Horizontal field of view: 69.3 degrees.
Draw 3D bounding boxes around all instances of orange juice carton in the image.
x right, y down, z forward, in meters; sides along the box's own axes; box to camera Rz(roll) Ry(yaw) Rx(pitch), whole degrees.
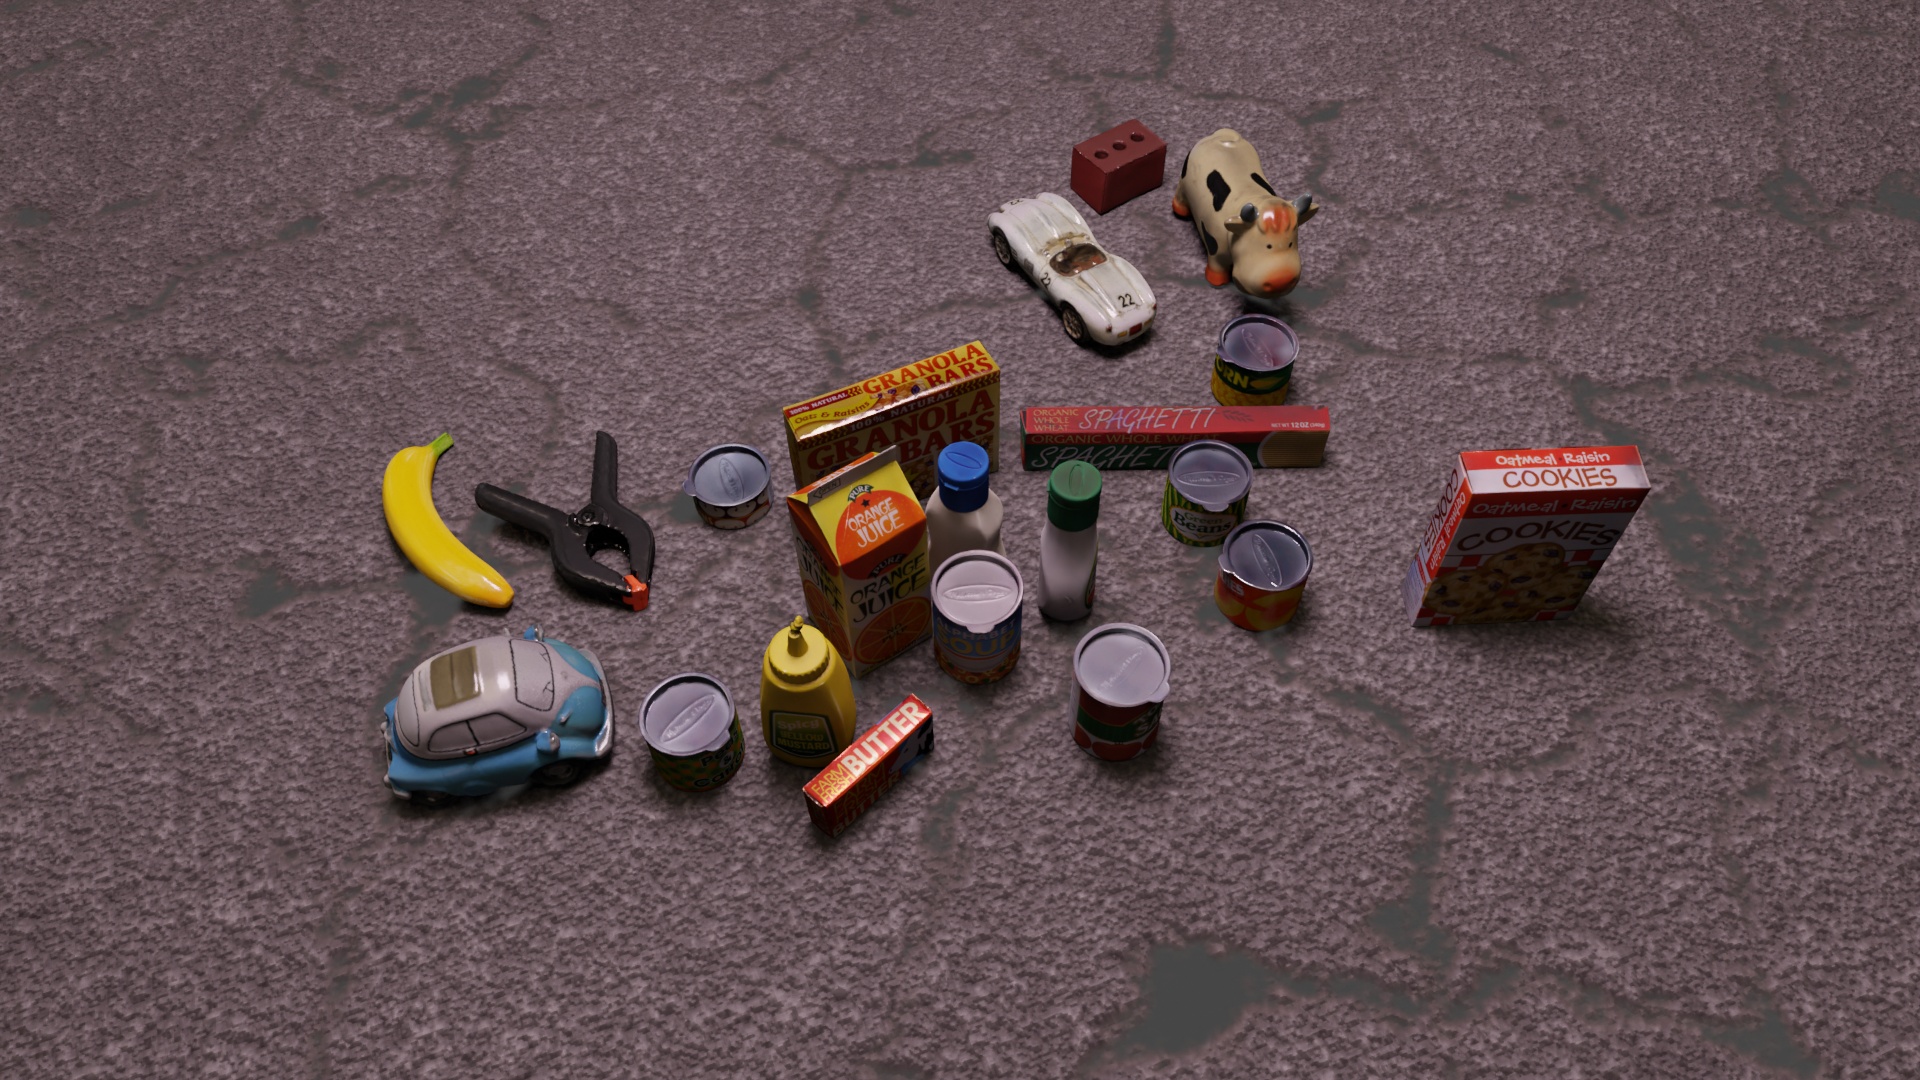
[{"bbox_3d":[-0.070,0.009,0.984,0.072,0.191,0.073,-30,59,-19],"label":"orange juice carton"}]

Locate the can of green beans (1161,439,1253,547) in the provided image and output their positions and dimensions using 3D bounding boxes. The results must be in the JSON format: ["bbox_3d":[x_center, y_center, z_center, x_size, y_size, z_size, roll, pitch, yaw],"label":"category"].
[{"bbox_3d":[0.194,-0.036,1.098,0.071,0.057,0.071,0,54,1],"label":"can of green beans"}]

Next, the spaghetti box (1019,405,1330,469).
[{"bbox_3d":[0.173,-0.084,1.138,0.250,0.050,0.029,-1,54,0],"label":"spaghetti box"}]

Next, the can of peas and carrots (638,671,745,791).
[{"bbox_3d":[-0.186,0.136,0.975,0.071,0.058,0.071,0,54,1],"label":"can of peas and carrots"}]

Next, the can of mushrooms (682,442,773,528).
[{"bbox_3d":[-0.187,-0.044,1.123,0.071,0.033,0.071,0,54,1],"label":"can of mushrooms"}]

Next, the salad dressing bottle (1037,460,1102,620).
[{"bbox_3d":[0.080,0.001,1.016,0.044,0.146,0.064,5,54,5],"label":"salad dressing bottle"}]

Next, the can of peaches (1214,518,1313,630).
[{"bbox_3d":[0.226,0.027,1.051,0.071,0.057,0.071,0,54,1],"label":"can of peaches"}]

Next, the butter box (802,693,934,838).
[{"bbox_3d":[-0.061,0.156,0.962,0.024,0.052,0.104,38,63,25],"label":"butter box"}]

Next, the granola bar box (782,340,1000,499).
[{"bbox_3d":[-0.051,-0.079,1.091,0.166,0.123,0.039,-21,56,-14],"label":"granola bar box"}]

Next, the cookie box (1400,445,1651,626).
[{"bbox_3d":[0.401,-0.001,1.002,0.123,0.166,0.040,-2,54,-1],"label":"cookie box"}]

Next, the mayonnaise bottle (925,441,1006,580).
[{"bbox_3d":[0.004,-0.013,1.027,0.065,0.147,0.041,22,57,16],"label":"mayonnaise bottle"}]

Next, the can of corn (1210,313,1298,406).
[{"bbox_3d":[0.246,-0.148,1.179,0.071,0.058,0.071,0,54,1],"label":"can of corn"}]

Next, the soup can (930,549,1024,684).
[{"bbox_3d":[0.012,0.059,1.013,0.071,0.083,0.072,0,54,1],"label":"soup can"}]

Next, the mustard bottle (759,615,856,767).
[{"bbox_3d":[-0.106,0.099,0.938,0.065,0.159,0.049,4,54,4],"label":"mustard bottle"}]

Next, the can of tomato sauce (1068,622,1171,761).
[{"bbox_3d":[0.112,0.109,0.976,0.071,0.082,0.071,0,54,1],"label":"can of tomato sauce"}]
